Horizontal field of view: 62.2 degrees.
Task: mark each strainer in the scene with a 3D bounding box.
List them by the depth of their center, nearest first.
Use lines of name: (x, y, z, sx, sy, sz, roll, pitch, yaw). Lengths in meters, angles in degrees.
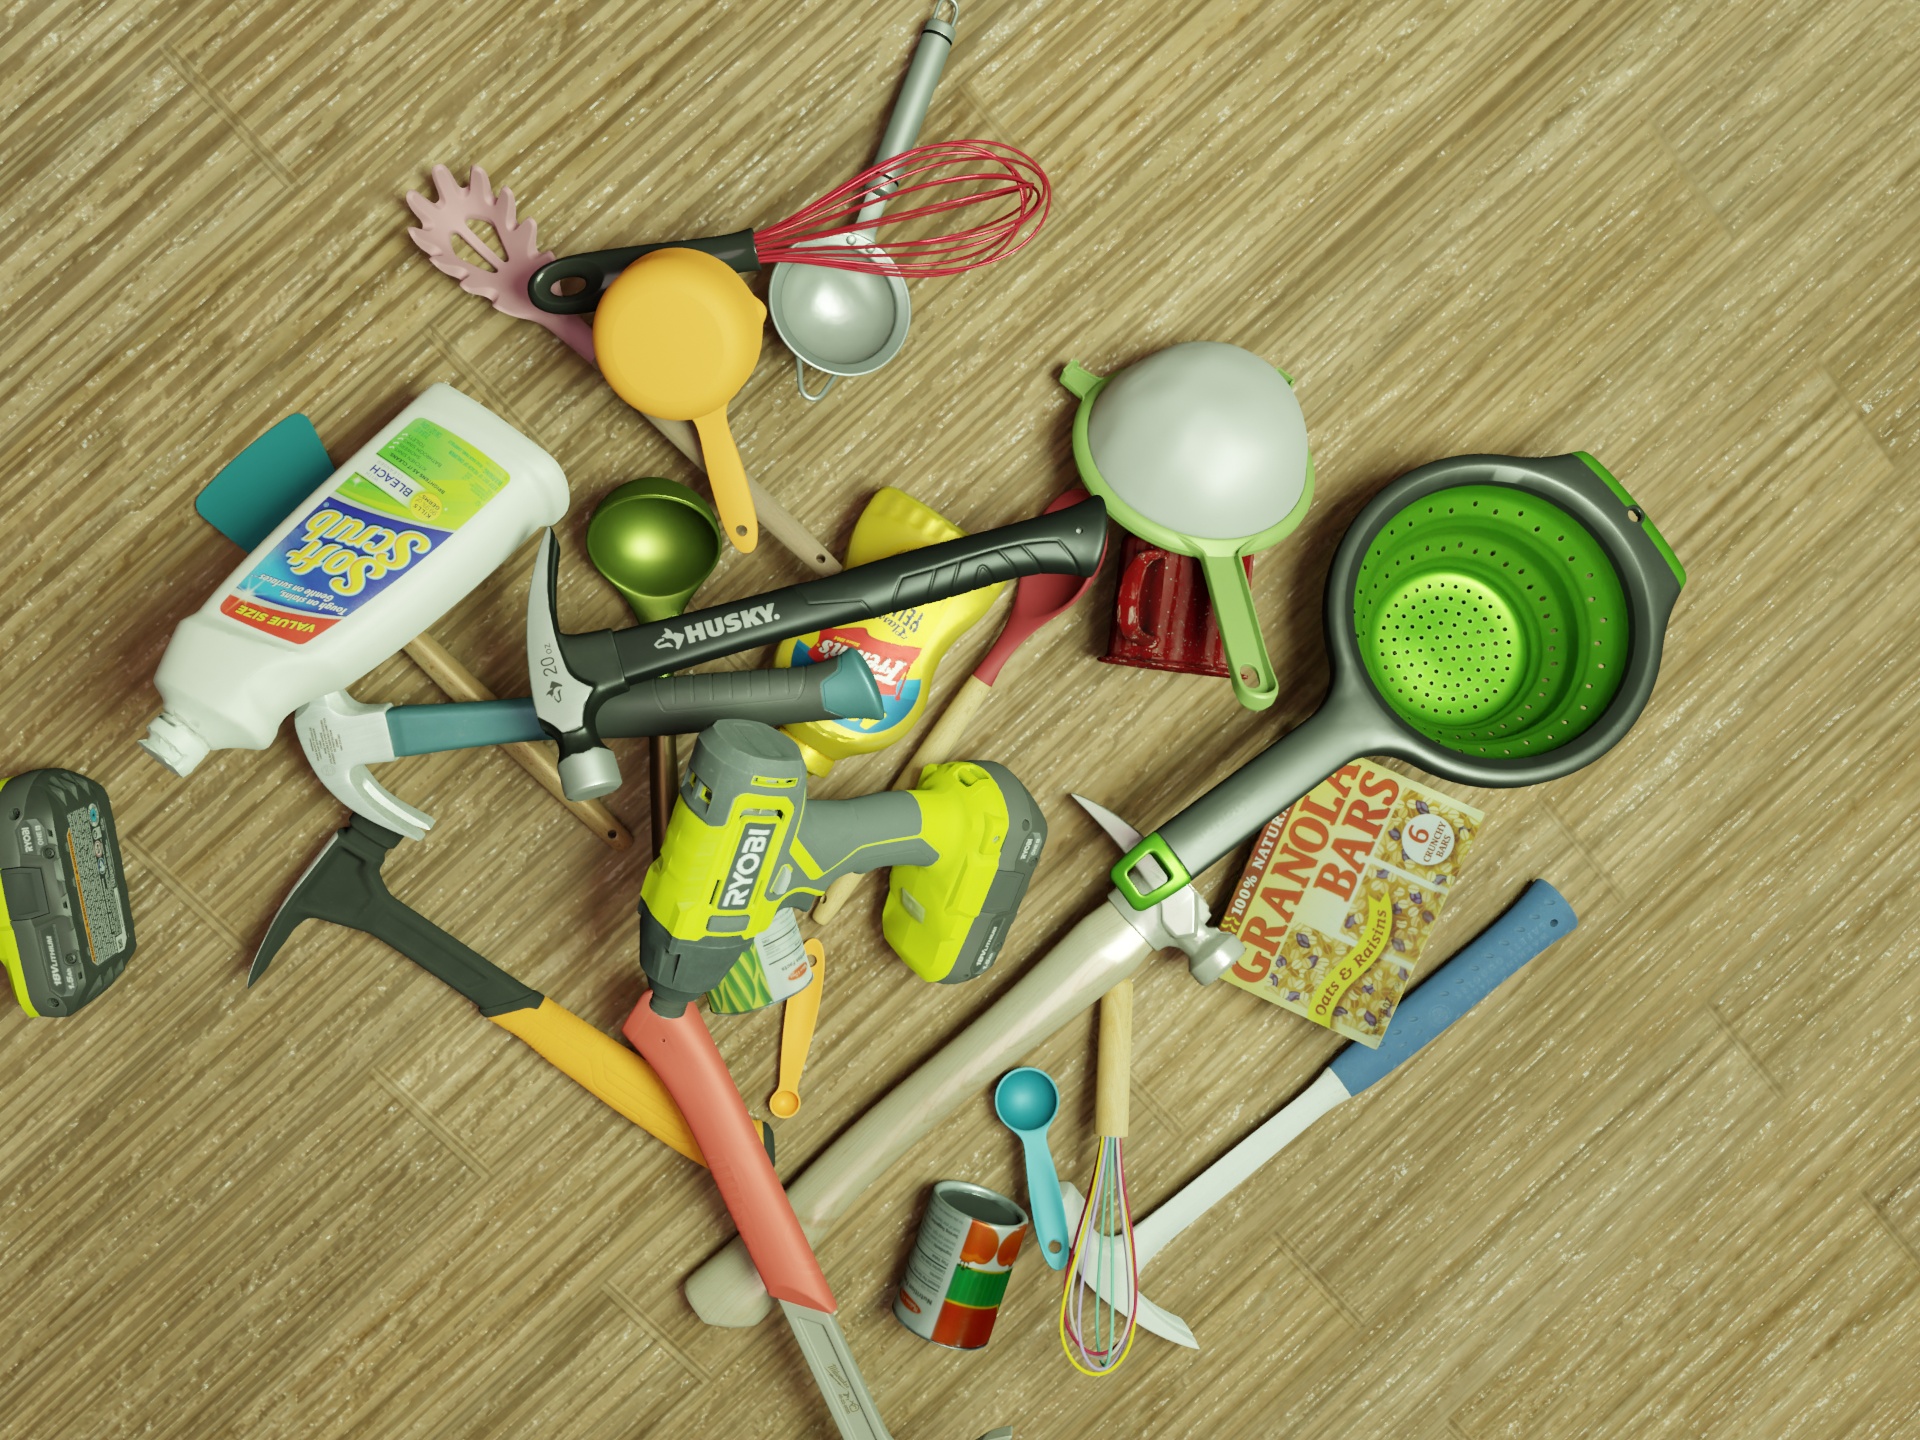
strainer: (0.151, -0.129, 0.905, 0.151, 0.069, 0.257, 0, 57, -12)
strainer: (-0.049, -0.306, 0.937, 0.086, 0.050, 0.258, 21, 88, -19)

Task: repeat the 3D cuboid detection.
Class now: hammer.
hammer: (-0.075, -0.071, 0.885, 0.334, 0.035, 0.146, -16, 80, -9)
hammer: (-0.210, -0.006, 0.910, 0.331, 0.033, 0.128, -5, 106, -1)
hammer: (-0.102, 0.316, 0.964, 0.149, 0.037, 0.359, -22, 96, 7)
hammer: (-0.259, 0.193, 0.971, 0.336, 0.034, 0.127, 37, 90, -12)
hammer: (-0.021, 0.226, 1.005, 0.410, 0.038, 0.146, -42, 83, 2)
hammer: (0.247, 0.252, 1.062, 0.405, 0.035, 0.144, -38, 101, -3)

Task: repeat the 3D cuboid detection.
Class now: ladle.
ladle: (-0.179, 0.016, 0.951, 0.078, 0.062, 0.320, -1, 100, -6)
ladle: (-0.002, -0.003, 0.983, 0.031, 0.069, 0.315, 29, 98, -39)

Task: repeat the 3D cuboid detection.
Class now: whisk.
whisk: (-0.095, -0.267, 0.884, 0.296, 0.073, 0.073, -12, 99, -1)
whisk: (0.091, 0.285, 1.006, 0.047, 0.051, 0.245, 2, 78, 7)

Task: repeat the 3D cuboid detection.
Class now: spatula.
spatula: (-0.307, -0.037, 0.939, 0.082, 0.044, 0.317, -43, 107, -3)

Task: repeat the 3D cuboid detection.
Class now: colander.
colander: (0.251, -0.008, 0.978, 0.397, 0.094, 0.204, -35, 84, -8)

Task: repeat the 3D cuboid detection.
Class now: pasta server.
pasta server: (-0.187, -0.192, 0.911, 0.316, 0.040, 0.060, 43, 82, -4)

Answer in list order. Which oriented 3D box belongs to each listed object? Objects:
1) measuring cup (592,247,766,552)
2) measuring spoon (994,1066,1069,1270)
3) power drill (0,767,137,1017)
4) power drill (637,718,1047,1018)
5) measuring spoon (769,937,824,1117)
measuring cup: (-0.143, -0.167, 0.868, 0.095, 0.052, 0.173, -13, 111, 5)
measuring spoon: (0.050, 0.288, 1.027, 0.042, 0.021, 0.129, -10, 82, -6)
power drill: (-0.597, 0.121, 0.885, 0.228, 0.080, 0.190, -7, 98, -6)
power drill: (-0.071, 0.091, 0.907, 0.223, 0.080, 0.171, 5, 114, -40)
measuring spoon: (-0.103, 0.195, 1.011, 0.021, 0.011, 0.117, 10, 92, -11)
